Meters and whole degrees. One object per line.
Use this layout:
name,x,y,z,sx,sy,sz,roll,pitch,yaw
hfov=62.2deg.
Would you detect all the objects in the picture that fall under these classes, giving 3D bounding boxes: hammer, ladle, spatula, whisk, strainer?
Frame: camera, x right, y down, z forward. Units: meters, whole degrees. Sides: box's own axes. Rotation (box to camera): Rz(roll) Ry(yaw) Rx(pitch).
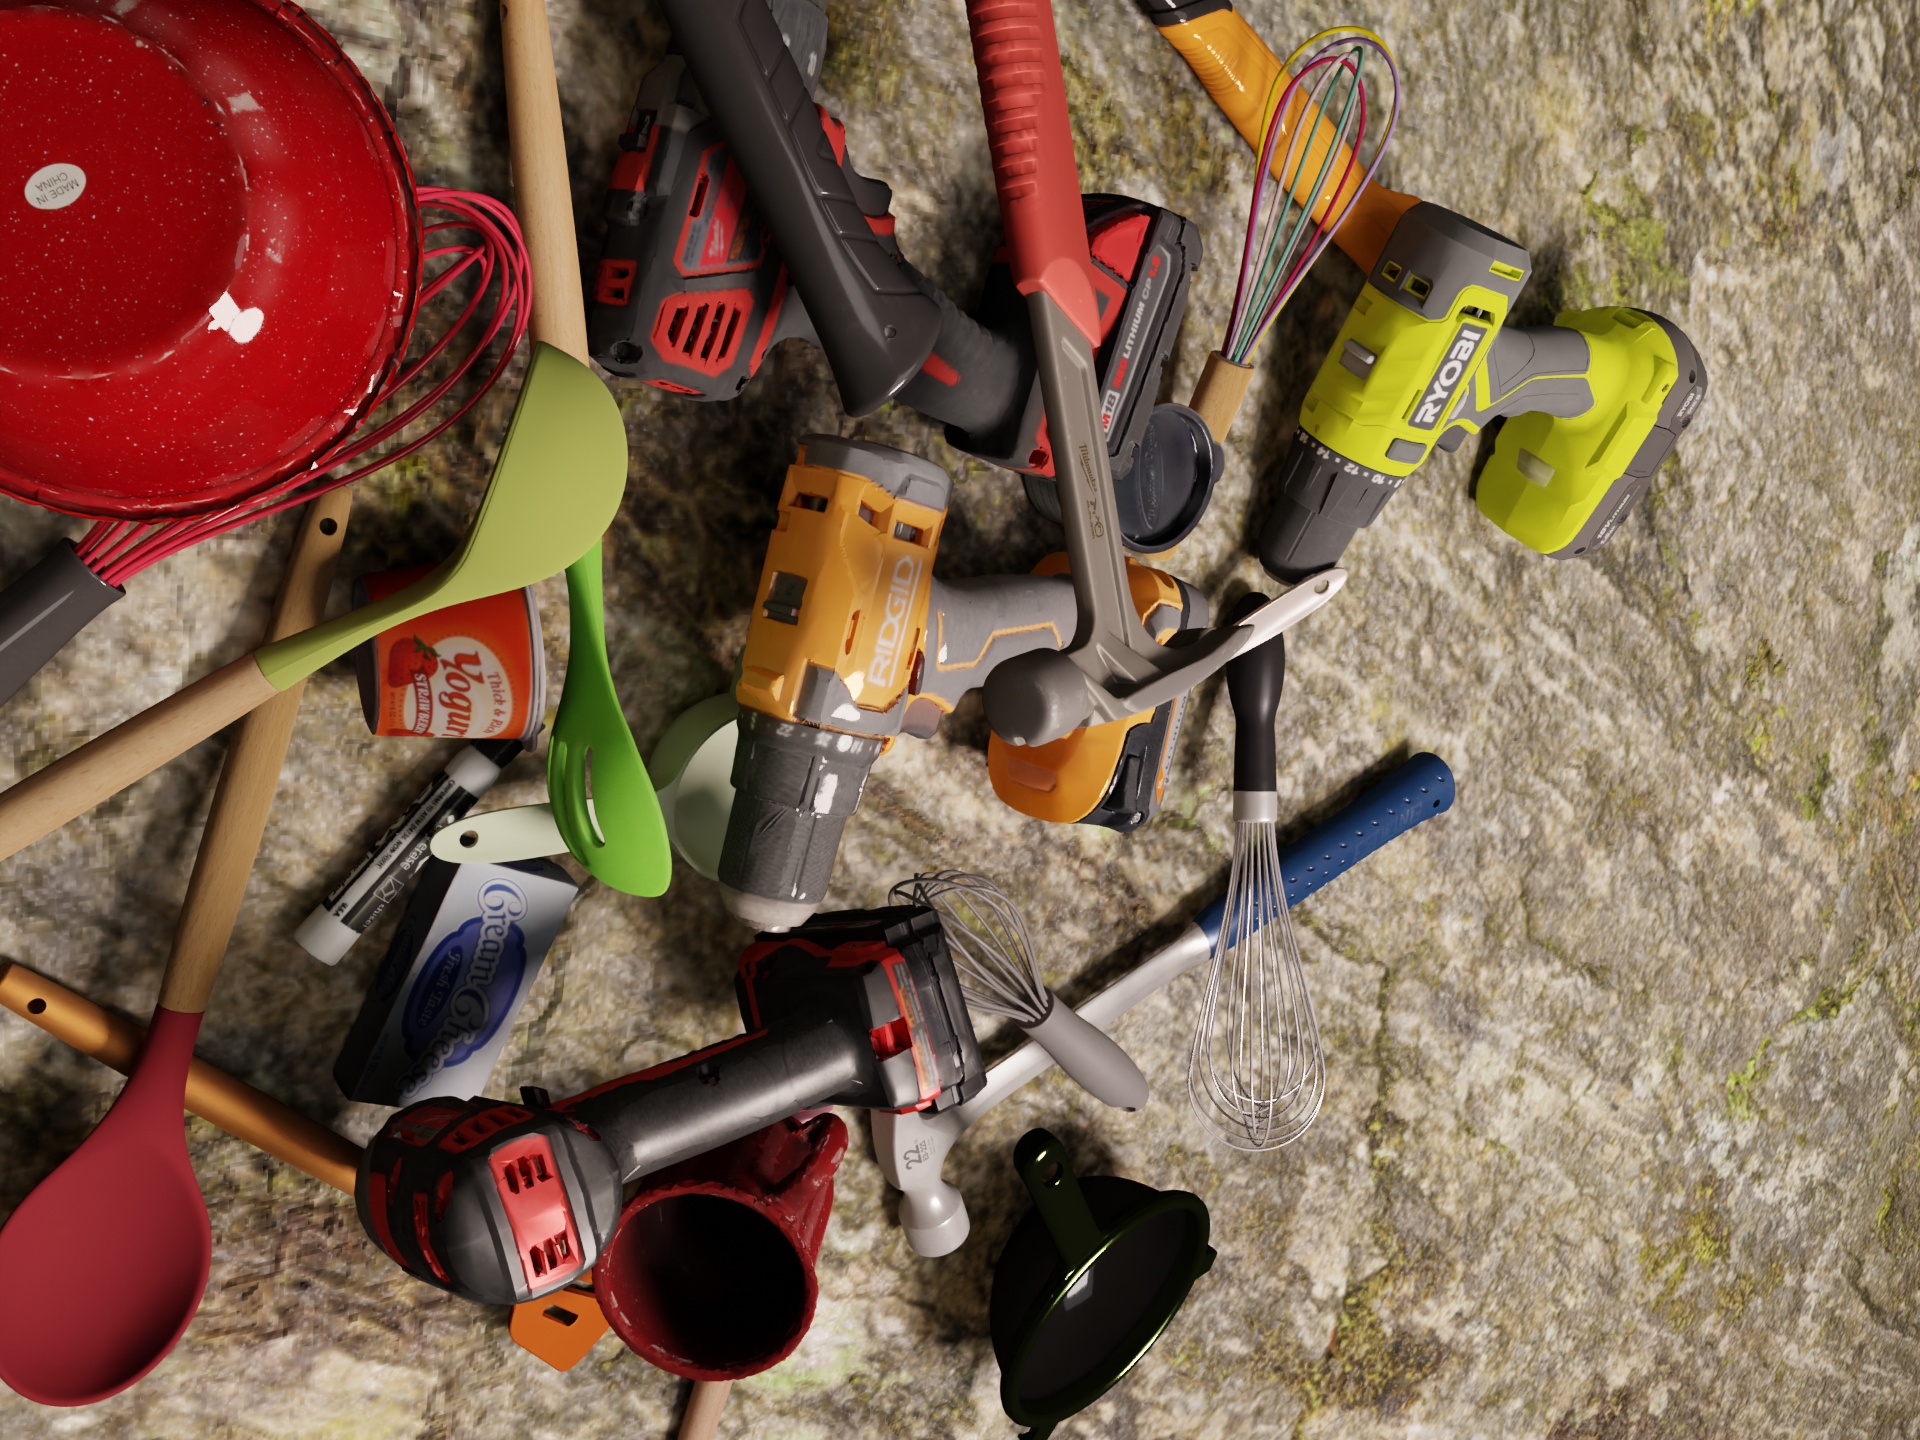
hammer,-0.096,-0.249,0.482,0.146,0.035,0.334,-33,110,-18
ladle,-0.240,-0.011,0.481,0.320,0.078,0.062,-31,111,-3
hammer,0.033,-0.179,0.553,0.149,0.037,0.359,-24,107,-50
spatula,-0.230,0.176,0.620,0.081,0.041,0.322,-51,126,-10
hammer,0.109,-0.282,0.683,0.336,0.034,0.127,29,89,-41
whisk,0.037,0.133,0.744,0.055,0.055,0.238,-51,135,-9
whisk,0.127,-0.183,0.710,0.047,0.051,0.244,11,118,-18
ladle,-0.255,0.071,0.533,0.069,0.031,0.315,17,89,-38
strainer,0.048,0.265,0.822,0.151,0.069,0.256,-40,138,-18
whisk,0.149,0.076,0.811,0.070,0.070,0.284,2,87,-38
whisk,-0.249,-0.061,0.485,0.296,0.073,0.073,-44,129,-8
hammer,0.121,0.121,0.858,0.405,0.035,0.144,-30,124,-25

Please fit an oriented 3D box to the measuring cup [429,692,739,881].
measuring cup,-0.129,0.030,0.627,0.167,0.038,0.083,-8,113,-33

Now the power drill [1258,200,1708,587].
power drill,0.264,-0.148,0.820,0.228,0.080,0.190,2,125,-37

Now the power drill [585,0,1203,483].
power drill,-0.018,-0.193,0.597,0.226,0.080,0.188,11,100,-37

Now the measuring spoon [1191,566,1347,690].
measuring spoon,0.137,-0.045,0.794,0.124,0.018,0.034,-30,130,-3

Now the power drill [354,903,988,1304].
power drill,-0.112,0.141,0.594,0.219,0.143,0.078,-18,93,-38

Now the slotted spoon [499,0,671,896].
slotted spoon,-0.134,-0.090,0.541,0.031,0.070,0.313,-11,101,-37

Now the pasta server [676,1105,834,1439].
pasta server,-0.086,0.244,0.747,0.040,0.060,0.316,17,102,-6

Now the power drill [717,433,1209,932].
power drill,-0.001,-0.002,0.655,0.226,0.084,0.185,11,94,-49
